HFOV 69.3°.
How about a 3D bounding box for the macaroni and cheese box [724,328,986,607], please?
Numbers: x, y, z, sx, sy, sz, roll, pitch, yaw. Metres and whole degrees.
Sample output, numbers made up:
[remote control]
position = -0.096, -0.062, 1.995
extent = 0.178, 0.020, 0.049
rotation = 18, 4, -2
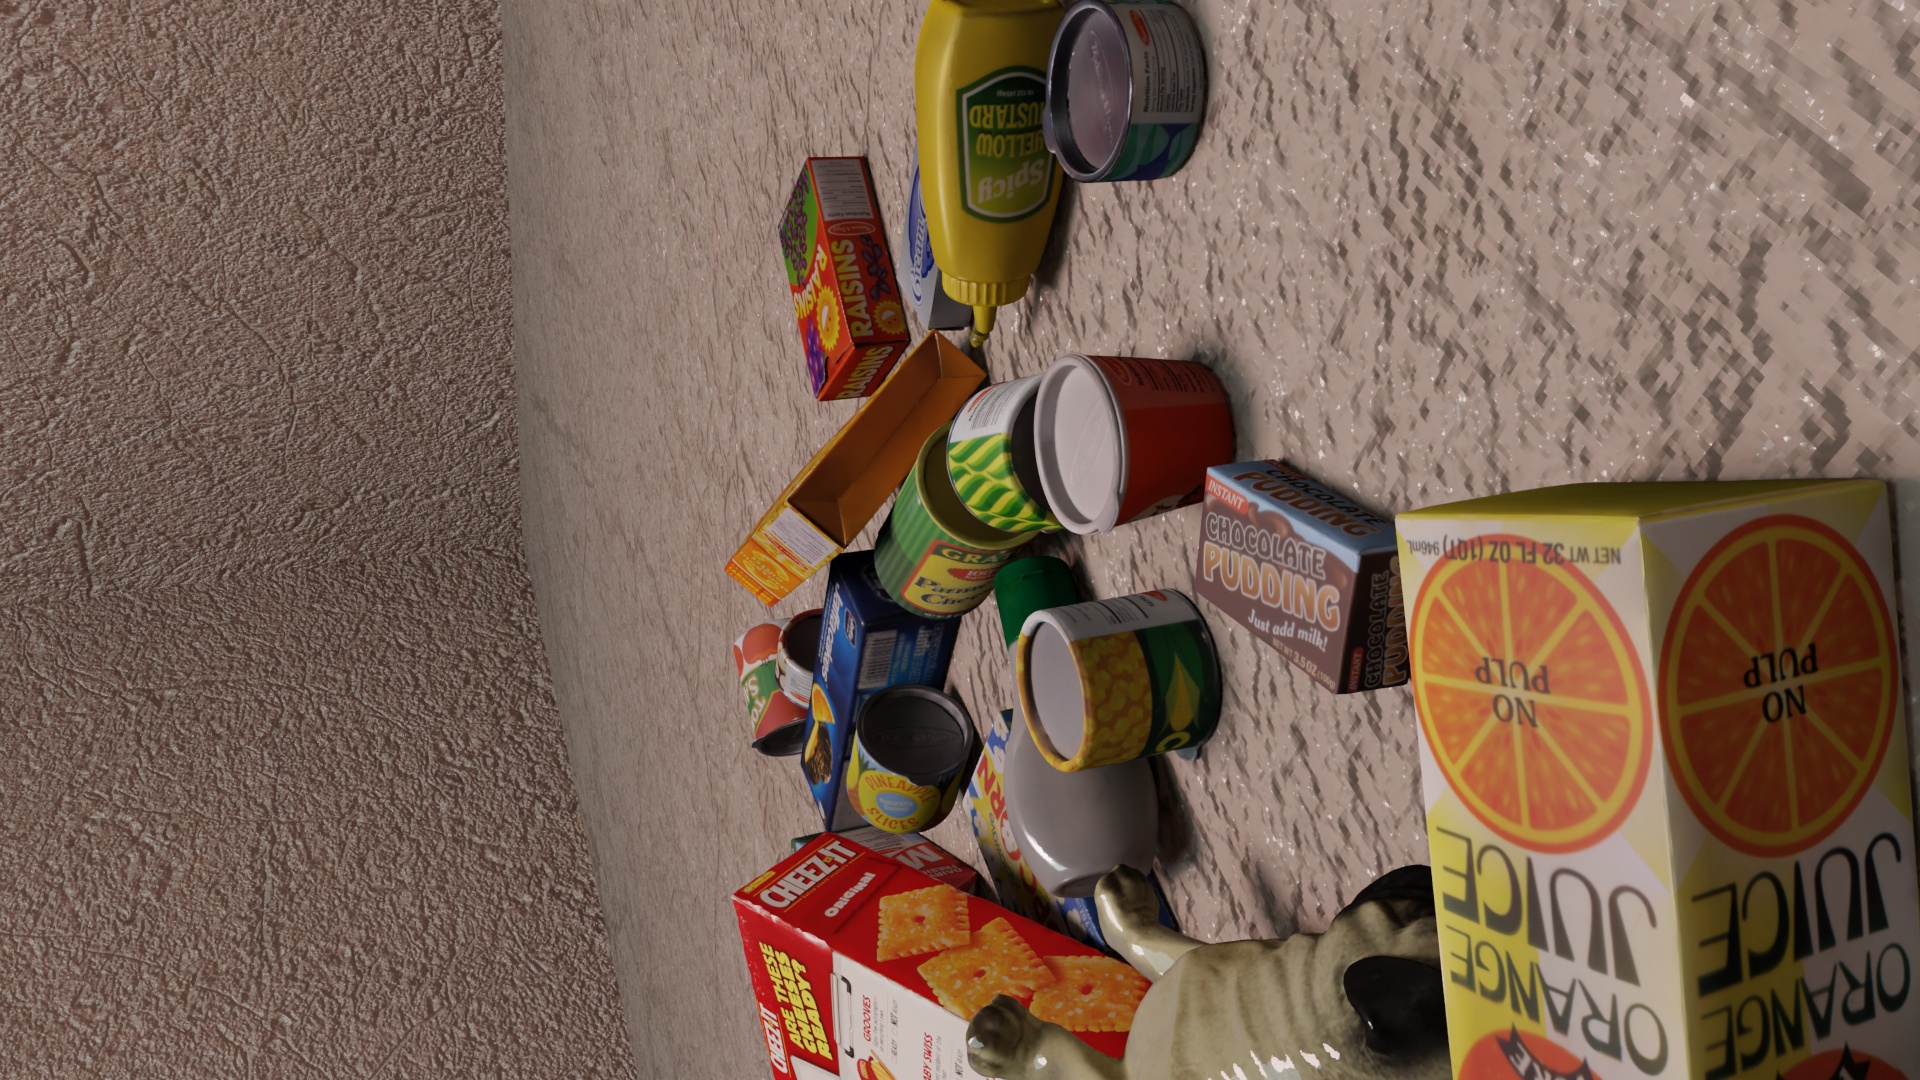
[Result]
[macaroni and cheese box]
position = -0.062, -0.034, 0.753
extent = 0.040, 0.124, 0.166
rotation = 41, 157, -7

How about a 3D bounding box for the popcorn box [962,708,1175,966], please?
[popcorn box]
position = 0.047, 0.150, 0.651
extent = 0.084, 0.038, 0.127
rotation = 107, 147, -46

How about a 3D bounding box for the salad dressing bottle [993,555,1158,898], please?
[salad dressing bottle]
position = 0.045, 0.078, 0.608
extent = 0.043, 0.064, 0.148
rotation = 78, -179, -61

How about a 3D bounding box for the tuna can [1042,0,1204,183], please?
[tuna can]
position = 0.060, -0.167, 0.521
extent = 0.071, 0.033, 0.071
rotation = 173, 89, -68

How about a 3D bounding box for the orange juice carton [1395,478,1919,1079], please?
[orange juice carton]
position = 0.158, 0.084, 0.312
extent = 0.072, 0.073, 0.192
rotation = -178, 81, -67

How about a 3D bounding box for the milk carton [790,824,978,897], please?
[milk carton]
position = -0.040, 0.229, 0.842
extent = 0.190, 0.073, 0.072
rotation = -177, 80, -67

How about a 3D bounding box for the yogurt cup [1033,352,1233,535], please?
[yogurt cup]
position = 0.065, -0.038, 0.522
extent = 0.072, 0.054, 0.072
rotation = 173, 89, -68

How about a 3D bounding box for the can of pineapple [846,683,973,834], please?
[can of pineapple]
position = -0.030, 0.126, 0.791
extent = 0.057, 0.071, 0.071
rotation = 103, 150, -43

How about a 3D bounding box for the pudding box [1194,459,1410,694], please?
[pudding box]
position = 0.113, 0.009, 0.454
extent = 0.084, 0.030, 0.049
rotation = -137, 45, -57

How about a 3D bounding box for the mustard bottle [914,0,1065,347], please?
[mustard bottle]
position = 0.014, -0.154, 0.604
extent = 0.049, 0.065, 0.159
rotation = -119, 24, -51

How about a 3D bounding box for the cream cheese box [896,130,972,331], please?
[cream cheese box]
position = -0.007, -0.163, 0.698
extent = 0.053, 0.024, 0.103
rotation = -119, 31, -44

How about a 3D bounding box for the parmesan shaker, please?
[parmesan shaker]
position = 0.002, -0.008, 0.671
extent = 0.102, 0.071, 0.071
rotation = 123, 135, -63

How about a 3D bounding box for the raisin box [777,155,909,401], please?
[raisin box]
position = -0.073, -0.157, 0.841
extent = 0.085, 0.040, 0.123
rotation = 139, 120, -63

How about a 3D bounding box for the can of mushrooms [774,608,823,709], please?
[can of mushrooms]
position = -0.089, 0.077, 0.924
extent = 0.033, 0.071, 0.071
rotation = 103, 150, -41

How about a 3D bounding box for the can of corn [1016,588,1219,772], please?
[can of corn]
position = 0.062, 0.058, 0.557
extent = 0.071, 0.058, 0.071
rotation = 173, 89, -68

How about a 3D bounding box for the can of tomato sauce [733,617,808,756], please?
[can of tomato sauce]
position = -0.128, 0.108, 1.022
extent = 0.070, 0.071, 0.083
rotation = 117, 140, -55

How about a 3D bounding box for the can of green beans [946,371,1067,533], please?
[can of green beans]
position = 0.035, -0.037, 0.579
extent = 0.058, 0.071, 0.071
rotation = 178, 84, -67
